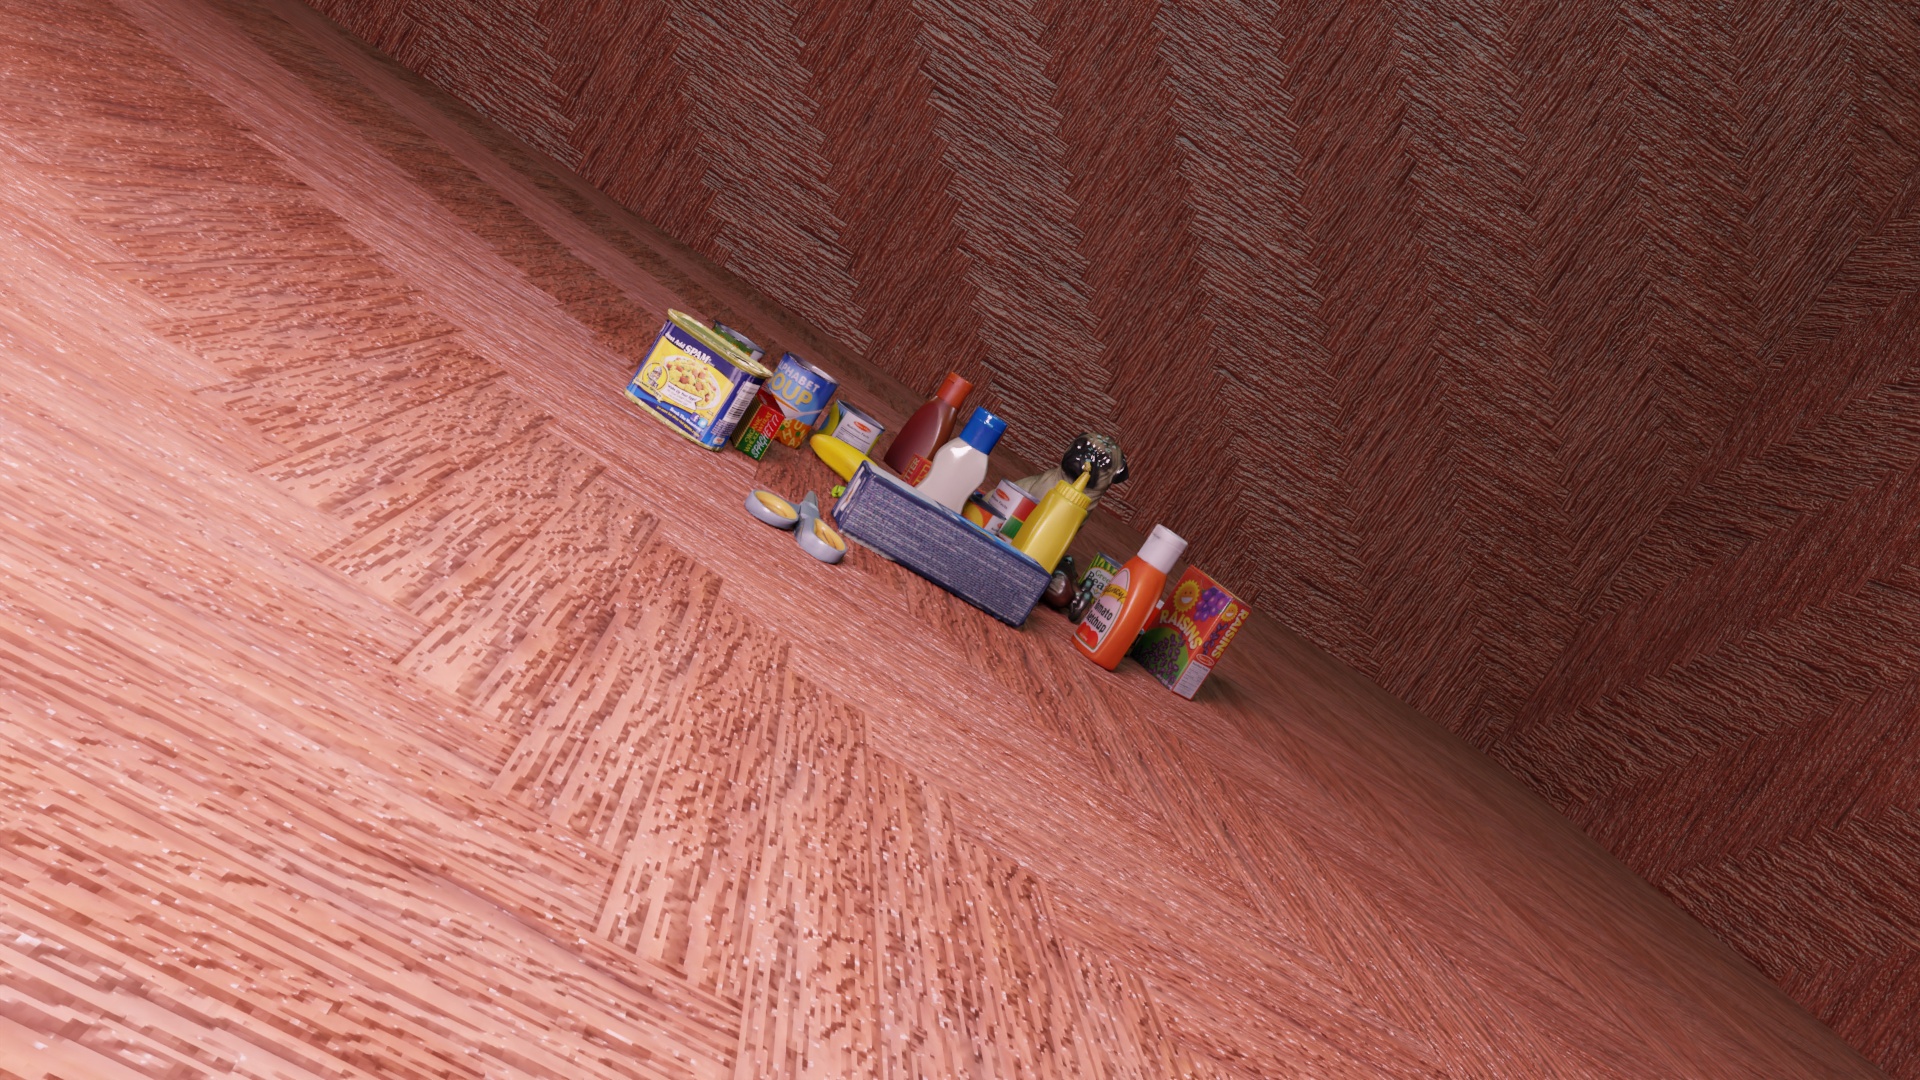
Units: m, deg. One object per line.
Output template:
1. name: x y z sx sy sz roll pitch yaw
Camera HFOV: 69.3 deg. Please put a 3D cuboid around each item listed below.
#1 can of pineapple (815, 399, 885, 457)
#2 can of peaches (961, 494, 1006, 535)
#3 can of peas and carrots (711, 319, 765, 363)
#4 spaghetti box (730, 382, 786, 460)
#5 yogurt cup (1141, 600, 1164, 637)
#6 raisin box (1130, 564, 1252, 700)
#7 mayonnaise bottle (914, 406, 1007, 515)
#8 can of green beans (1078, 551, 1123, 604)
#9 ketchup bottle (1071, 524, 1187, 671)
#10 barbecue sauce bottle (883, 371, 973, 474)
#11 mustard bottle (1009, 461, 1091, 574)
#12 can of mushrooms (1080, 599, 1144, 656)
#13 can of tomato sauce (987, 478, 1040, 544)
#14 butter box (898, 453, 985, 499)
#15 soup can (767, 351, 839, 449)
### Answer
1. can of pineapple: -0.130 -0.122 1.606 0.071 0.058 0.071 33 7 -5
2. can of peaches: 0.005 -0.019 1.511 0.071 0.058 0.071 33 7 -5
3. can of peas and carrots: -0.267 -0.208 1.580 0.071 0.058 0.071 33 7 -5
4. spaghetti box: -0.214 -0.137 1.383 0.028 0.050 0.251 30 8 -22
5. yogurt cup: 0.221 0.092 1.712 0.072 0.054 0.072 33 7 -5
6. raisin box: 0.252 0.100 1.524 0.040 0.123 0.086 29 9 -34
7. mayonnaise bottle: -0.006 -0.065 1.414 0.065 0.148 0.041 33 7 -4
8. can of green beans: 0.188 0.056 1.788 0.071 0.057 0.071 33 7 -5
9. ketchup bottle: 0.171 0.055 1.383 0.043 0.148 0.065 30 8 -27
10. barbecue sauce bottle: -0.037 -0.150 1.811 0.065 0.148 0.043 38 8 31
11. mustard bottle: 0.093 -0.011 1.433 0.049 0.160 0.065 31 7 -14
12. can of mushrooms: 0.169 0.098 1.539 0.071 0.033 0.071 33 8 -5
13. can of tomato sauce: 0.056 -0.020 1.627 0.071 0.083 0.071 33 7 -5
14. butter box: -0.025 -0.058 1.651 0.103 0.053 0.024 28 9 -33
15. soup can: -0.179 -0.149 1.474 0.071 0.083 0.071 33 7 -5
